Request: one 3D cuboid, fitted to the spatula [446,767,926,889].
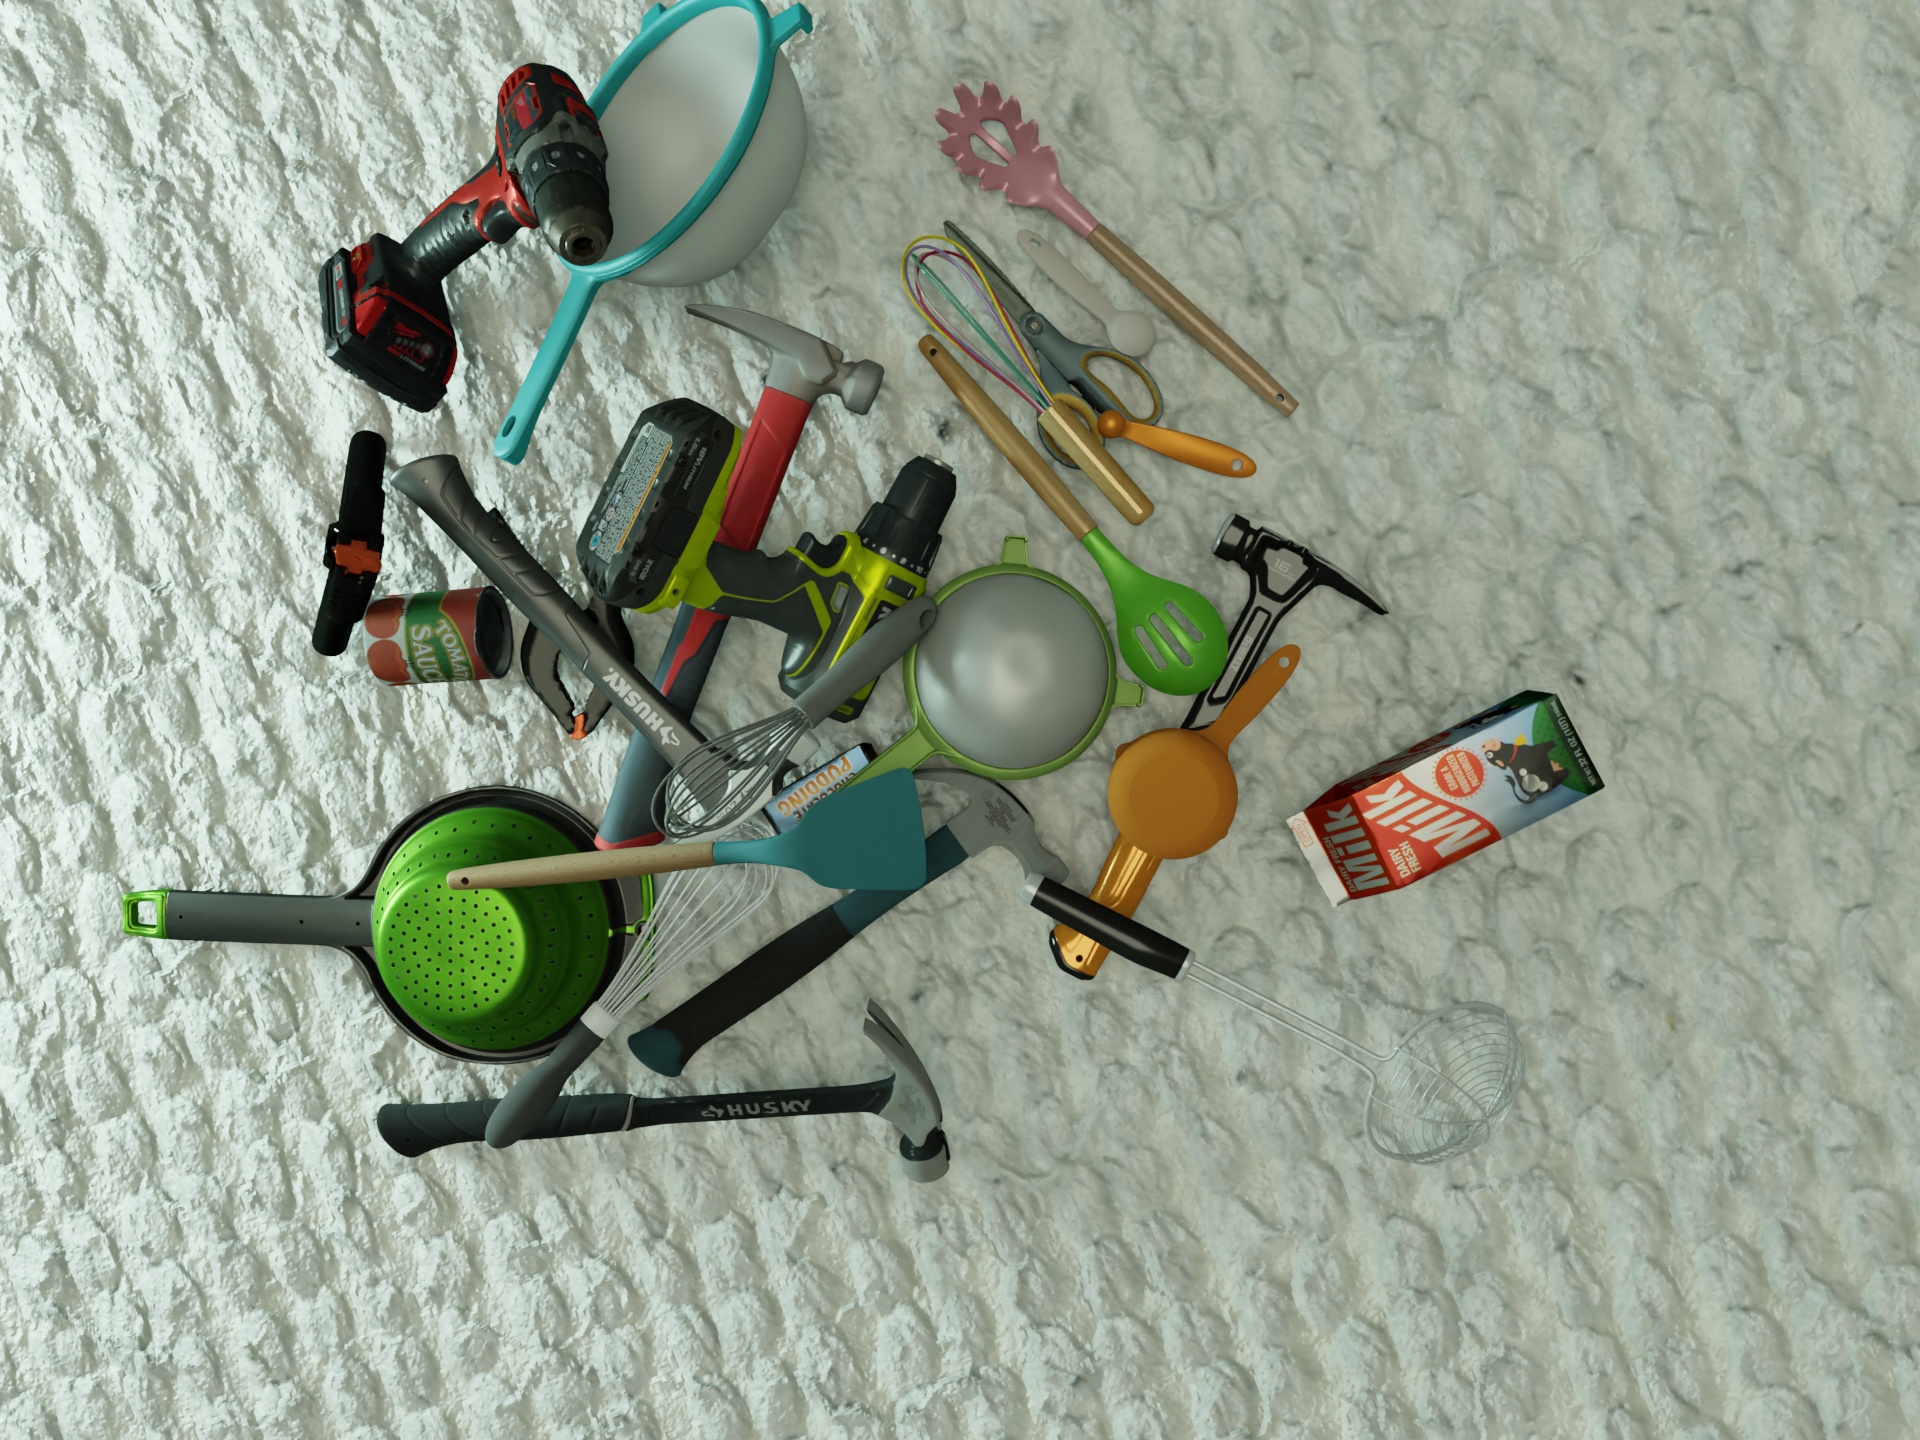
[{"bbox_3d":[-0.183,0.089,1.050,0.317,0.044,0.082,-6,100,7],"label":"spatula"}]

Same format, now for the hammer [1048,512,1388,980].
[{"bbox_3d":[0.163,0.033,1.102,0.127,0.034,0.337,28,95,4],"label":"hammer"}]

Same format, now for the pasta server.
[{"bbox_3d":[0.110,-0.317,1.087,0.316,0.040,0.060,42,104,0],"label":"pasta server"}]

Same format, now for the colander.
[{"bbox_3d":[-0.421,0.149,1.122,0.397,0.094,0.204,1,93,4],"label":"colander"}]

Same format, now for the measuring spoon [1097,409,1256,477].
[{"bbox_3d":[0.150,-0.188,1.093,0.117,0.011,0.021,16,107,-7],"label":"measuring spoon"}]

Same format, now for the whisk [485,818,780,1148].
[{"bbox_3d":[-0.226,0.182,1.098,0.070,0.070,0.284,40,81,2],"label":"whisk"}]

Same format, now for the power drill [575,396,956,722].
[{"bbox_3d":[-0.115,-0.119,1.046,0.228,0.080,0.190,23,96,-39],"label":"power drill"}]

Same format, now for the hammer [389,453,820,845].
[{"bbox_3d":[-0.261,-0.050,1.076,0.146,0.035,0.335,-44,90,4],"label":"hammer"}]

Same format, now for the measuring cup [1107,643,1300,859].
[{"bbox_3d":[0.168,0.017,1.056,0.095,0.052,0.173,40,98,4],"label":"measuring cup"}]

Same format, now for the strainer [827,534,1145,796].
[{"bbox_3d":[-0.002,-0.003,1.064,0.256,0.069,0.151,-39,92,-11],"label":"strainer"}]

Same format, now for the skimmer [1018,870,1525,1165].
[{"bbox_3d":[0.210,0.188,1.087,0.363,0.090,0.127,26,103,6],"label":"skimmer"}]

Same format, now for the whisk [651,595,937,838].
[{"bbox_3d":[-0.104,-0.007,1.035,0.239,0.055,0.055,-42,89,-18],"label":"whisk"}]

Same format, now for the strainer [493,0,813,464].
[{"bbox_3d":[-0.200,-0.311,1.059,0.211,0.095,0.340,26,91,45],"label":"strainer"}]

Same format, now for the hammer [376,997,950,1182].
[{"bbox_3d":[-0.218,0.274,1.123,0.409,0.036,0.149,-6,121,9],"label":"hammer"}]

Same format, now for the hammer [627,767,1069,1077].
[{"bbox_3d":[-0.093,0.151,1.128,0.331,0.033,0.128,-35,90,5],"label":"hammer"}]

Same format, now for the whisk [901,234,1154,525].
[{"bbox_3d":[0.048,-0.230,1.077,0.047,0.051,0.245,-42,94,1],"label":"whisk"}]

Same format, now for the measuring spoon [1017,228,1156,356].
[{"bbox_3d":[0.087,-0.299,1.095,0.124,0.018,0.034,43,66,4],"label":"measuring spoon"}]

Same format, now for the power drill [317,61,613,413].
[{"bbox_3d":[-0.315,-0.306,1.041,0.226,0.080,0.188,-38,50,18],"label":"power drill"}]

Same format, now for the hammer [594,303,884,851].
[{"bbox_3d":[-0.188,-0.092,1.108,0.143,0.038,0.386,21,94,-6],"label":"hammer"}]

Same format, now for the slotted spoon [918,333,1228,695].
[{"bbox_3d":[0.070,-0.145,1.087,0.070,0.031,0.314,-40,81,12],"label":"slotted spoon"}]
